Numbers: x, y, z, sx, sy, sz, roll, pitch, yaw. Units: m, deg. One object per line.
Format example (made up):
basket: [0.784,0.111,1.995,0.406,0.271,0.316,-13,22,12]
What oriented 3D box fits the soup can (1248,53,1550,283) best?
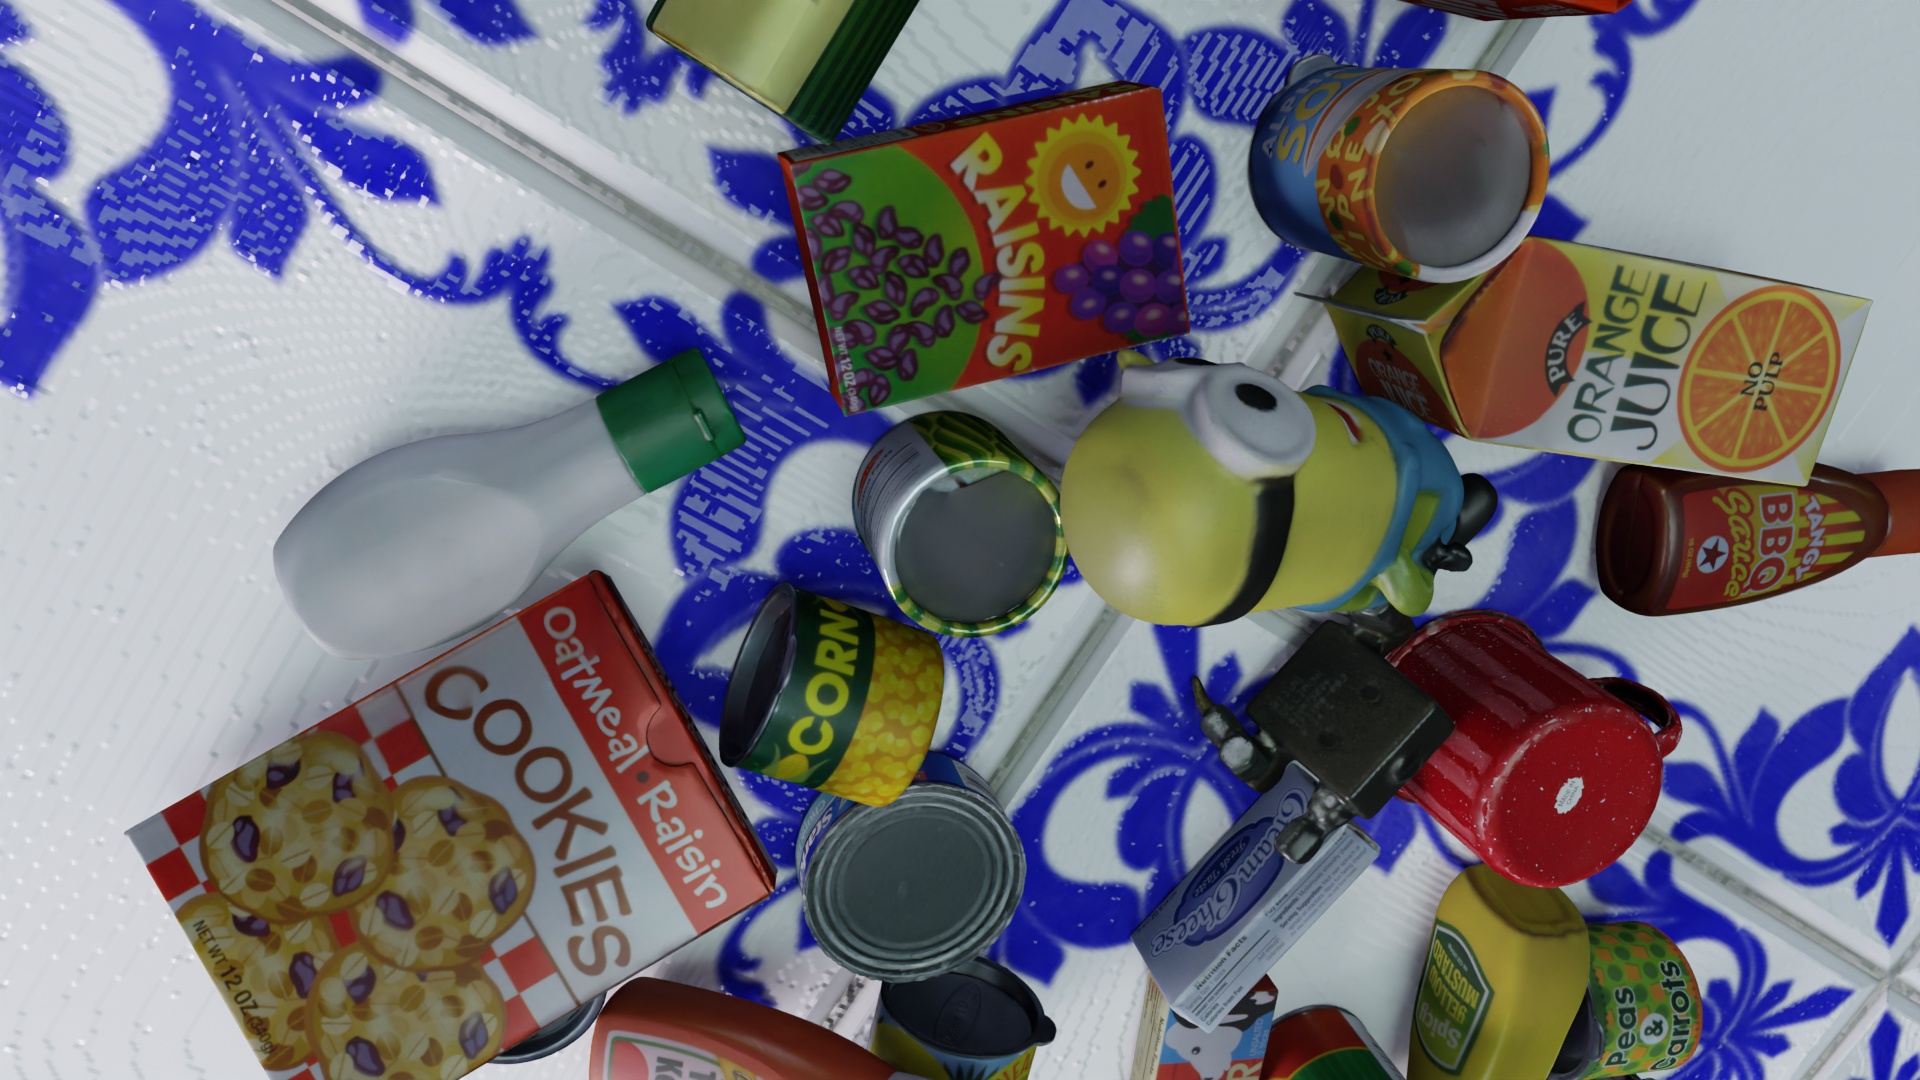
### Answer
soup can: [0.143,-0.127,0.466,0.071,0.084,0.071,-4,109,-13]

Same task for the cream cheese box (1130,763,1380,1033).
cream cheese box: [0.119,0.145,0.569,0.024,0.053,0.103,40,95,-21]

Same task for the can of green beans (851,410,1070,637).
can of green beans: [0.000,-0.006,0.483,0.071,0.058,0.071,-5,110,-13]

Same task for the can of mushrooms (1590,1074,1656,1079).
can of mushrooms: [0.305,0.279,0.674,0.071,0.033,0.070,-4,109,-12]

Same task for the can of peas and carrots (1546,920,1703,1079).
can of peas and carrots: [0.288,0.207,0.625,0.059,0.071,0.070,0,108,-15]

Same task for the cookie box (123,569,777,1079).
cookie box: [-0.163,0.104,0.461,0.167,0.040,0.123,-30,91,-5]

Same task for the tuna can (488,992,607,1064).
tuna can: [-0.162,0.152,0.509,0.071,0.033,0.070,-5,109,-13]

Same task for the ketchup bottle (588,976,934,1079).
ketchup bottle: [-0.062,0.205,0.510,0.149,0.044,0.064,6,105,17]

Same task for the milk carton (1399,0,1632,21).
milk carton: [0.153,-0.215,0.445,0.191,0.072,0.073,6,107,-17]

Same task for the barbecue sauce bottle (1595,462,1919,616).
barbecue sauce bottle: [0.343,-0.007,0.581,0.149,0.044,0.064,-5,110,-13]

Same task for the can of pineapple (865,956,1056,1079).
can of pineapple: [-0.004,0.206,0.549,0.071,0.071,0.057,8,107,-17]

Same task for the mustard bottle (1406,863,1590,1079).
mustard bottle: [0.231,0.223,0.621,0.049,0.065,0.159,2,112,-13]

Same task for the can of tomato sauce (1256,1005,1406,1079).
can of tomato sauce: [0.168,0.257,0.603,0.071,0.083,0.071,-5,109,-13]

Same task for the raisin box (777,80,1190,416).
raisin box: [0.009,-0.098,0.465,0.123,0.040,0.085,-15,111,-8]

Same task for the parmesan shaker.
parmesan shaker: [-0.042,-0.180,0.411,0.071,0.071,0.103,30,100,-22]

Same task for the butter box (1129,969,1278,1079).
butter box: [0.103,0.236,0.611,0.053,0.024,0.103,3,107,-15]

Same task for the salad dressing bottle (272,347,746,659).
salad dressing bottle: [-0.143,-0.014,0.452,0.148,0.044,0.064,-27,119,-6]

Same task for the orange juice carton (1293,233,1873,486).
orange juice carton: [0.223,-0.073,0.512,0.193,0.072,0.072,6,106,-17]

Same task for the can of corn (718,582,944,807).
can of corn: [-0.044,0.054,0.486,0.058,0.071,0.071,20,102,-21]
